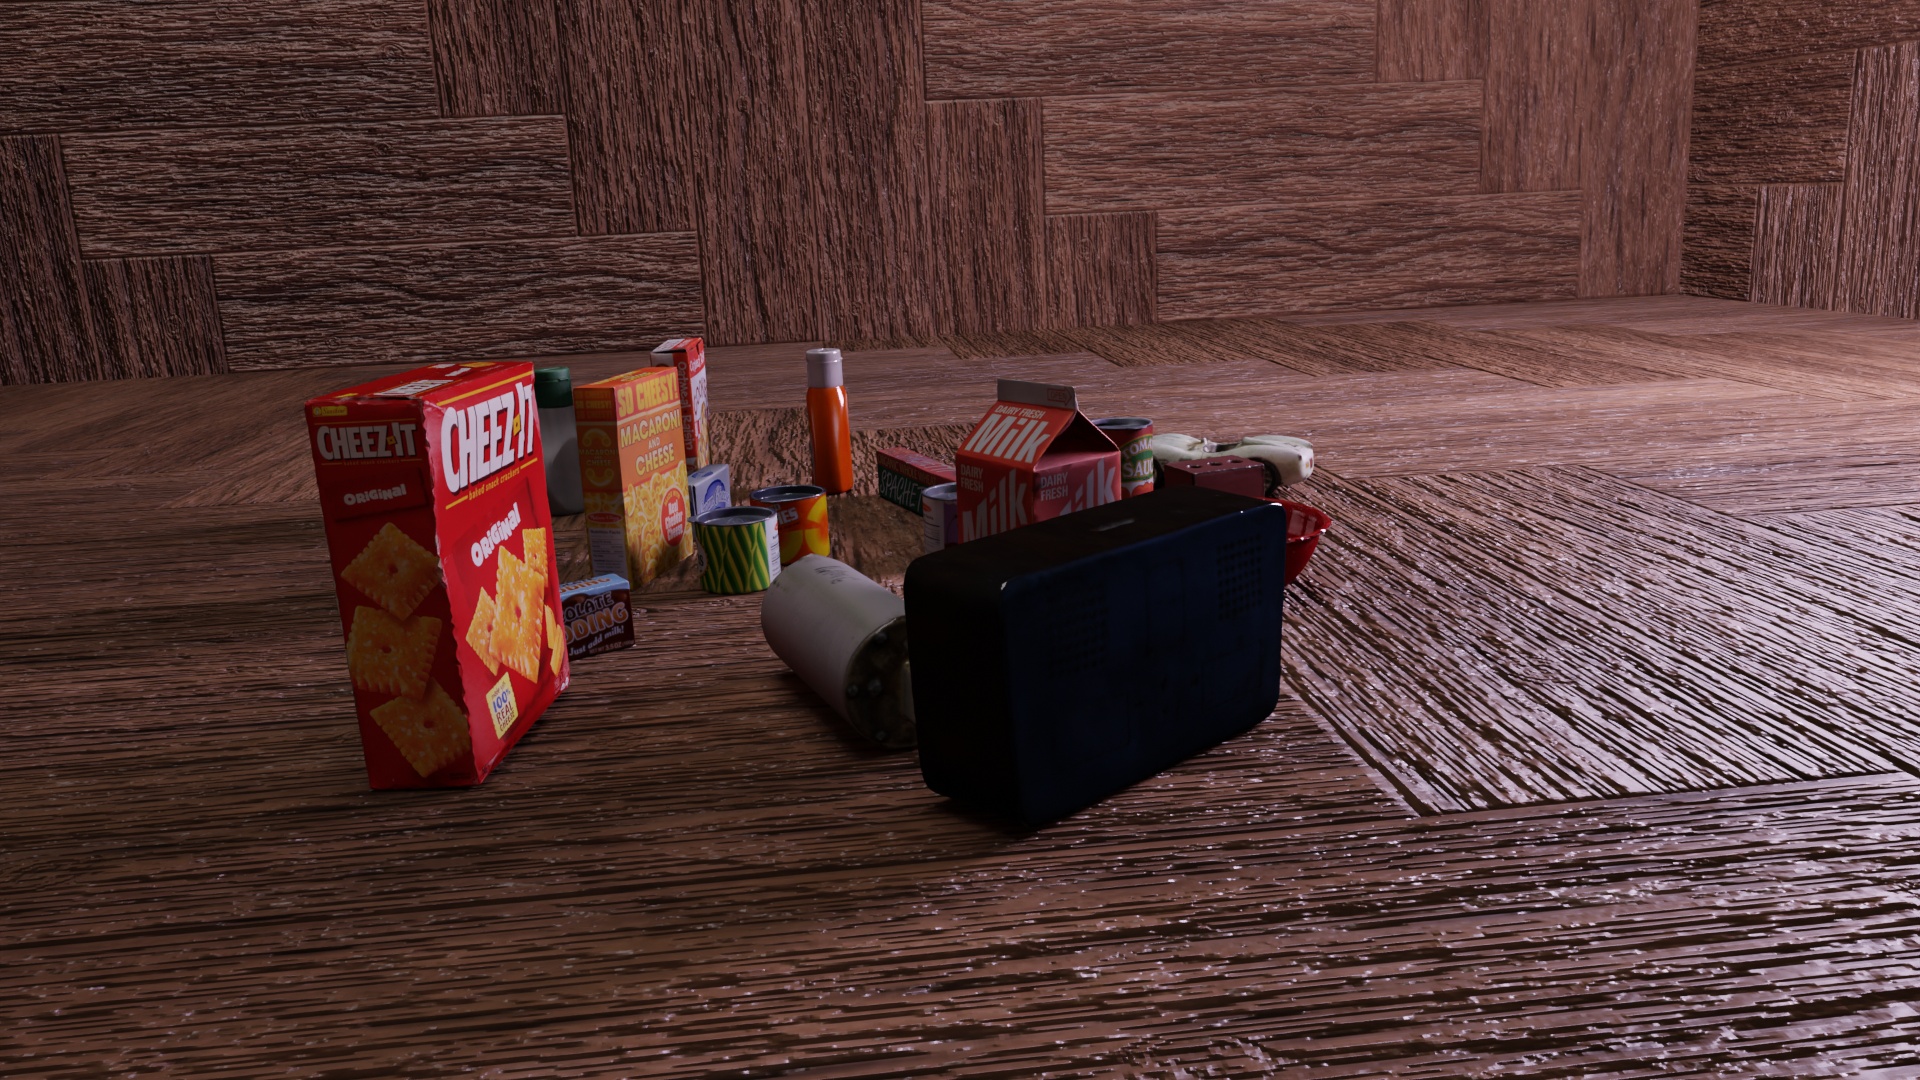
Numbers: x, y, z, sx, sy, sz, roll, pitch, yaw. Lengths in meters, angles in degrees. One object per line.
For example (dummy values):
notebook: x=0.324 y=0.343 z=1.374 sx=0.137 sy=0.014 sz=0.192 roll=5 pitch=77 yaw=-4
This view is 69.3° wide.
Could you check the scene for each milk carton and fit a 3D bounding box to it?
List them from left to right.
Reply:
milk carton: x=0.048 y=-0.001 z=0.837 sx=0.074 sy=0.190 sz=0.072 roll=-13 pitch=17 yaw=-37

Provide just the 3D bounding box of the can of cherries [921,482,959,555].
can of cherries: x=0.004 y=-0.015 z=1.173 sx=0.071 sy=0.058 sz=0.071 roll=-2 pitch=14 yaw=1

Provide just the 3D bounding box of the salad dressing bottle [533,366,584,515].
salad dressing bottle: x=-0.408 y=-0.101 z=1.411 sx=0.044 sy=0.147 sz=0.064 roll=7 pitch=16 yaw=34

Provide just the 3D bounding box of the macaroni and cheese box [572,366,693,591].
macaroni and cheese box: x=-0.271 y=-0.054 z=1.158 sx=0.040 sy=0.166 sz=0.124 roll=1 pitch=14 yaw=13

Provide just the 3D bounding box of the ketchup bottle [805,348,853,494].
ketchup bottle: x=-0.139 y=-0.126 z=1.460 sx=0.043 sy=0.148 sz=0.065 roll=-2 pitch=13 yaw=1

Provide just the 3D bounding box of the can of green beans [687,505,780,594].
can of green beans: x=-0.179 y=0.007 z=1.119 sx=0.071 sy=0.057 sz=0.071 roll=-2 pitch=14 yaw=1

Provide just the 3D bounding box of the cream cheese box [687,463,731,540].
cream cheese box: x=-0.244 y=-0.037 z=1.318 sx=0.024 sy=0.053 sz=0.104 roll=0 pitch=14 yaw=9

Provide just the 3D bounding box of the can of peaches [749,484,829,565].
can of peaches: x=-0.148 y=-0.013 z=1.195 sx=0.071 sy=0.058 sz=0.071 roll=-2 pitch=14 yaw=1

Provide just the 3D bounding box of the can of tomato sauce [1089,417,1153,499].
can of tomato sauce: x=0.152 y=-0.072 z=1.325 sx=0.071 sy=0.083 sz=0.071 roll=-2 pitch=14 yaw=1

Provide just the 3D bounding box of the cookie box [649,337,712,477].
cookie box: x=-0.279 y=-0.117 z=1.409 sx=0.040 sy=0.167 sz=0.123 roll=-3 pitch=14 yaw=-3

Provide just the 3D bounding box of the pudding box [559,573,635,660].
pudding box: x=-0.270 y=0.055 z=0.958 sx=0.084 sy=0.049 sz=0.030 roll=-12 pitch=16 yaw=-34

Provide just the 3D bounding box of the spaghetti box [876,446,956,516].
spaghetti box: x=-0.023 y=-0.047 z=1.326 sx=0.029 sy=0.050 sz=0.250 roll=-8 pitch=15 yaw=-23
